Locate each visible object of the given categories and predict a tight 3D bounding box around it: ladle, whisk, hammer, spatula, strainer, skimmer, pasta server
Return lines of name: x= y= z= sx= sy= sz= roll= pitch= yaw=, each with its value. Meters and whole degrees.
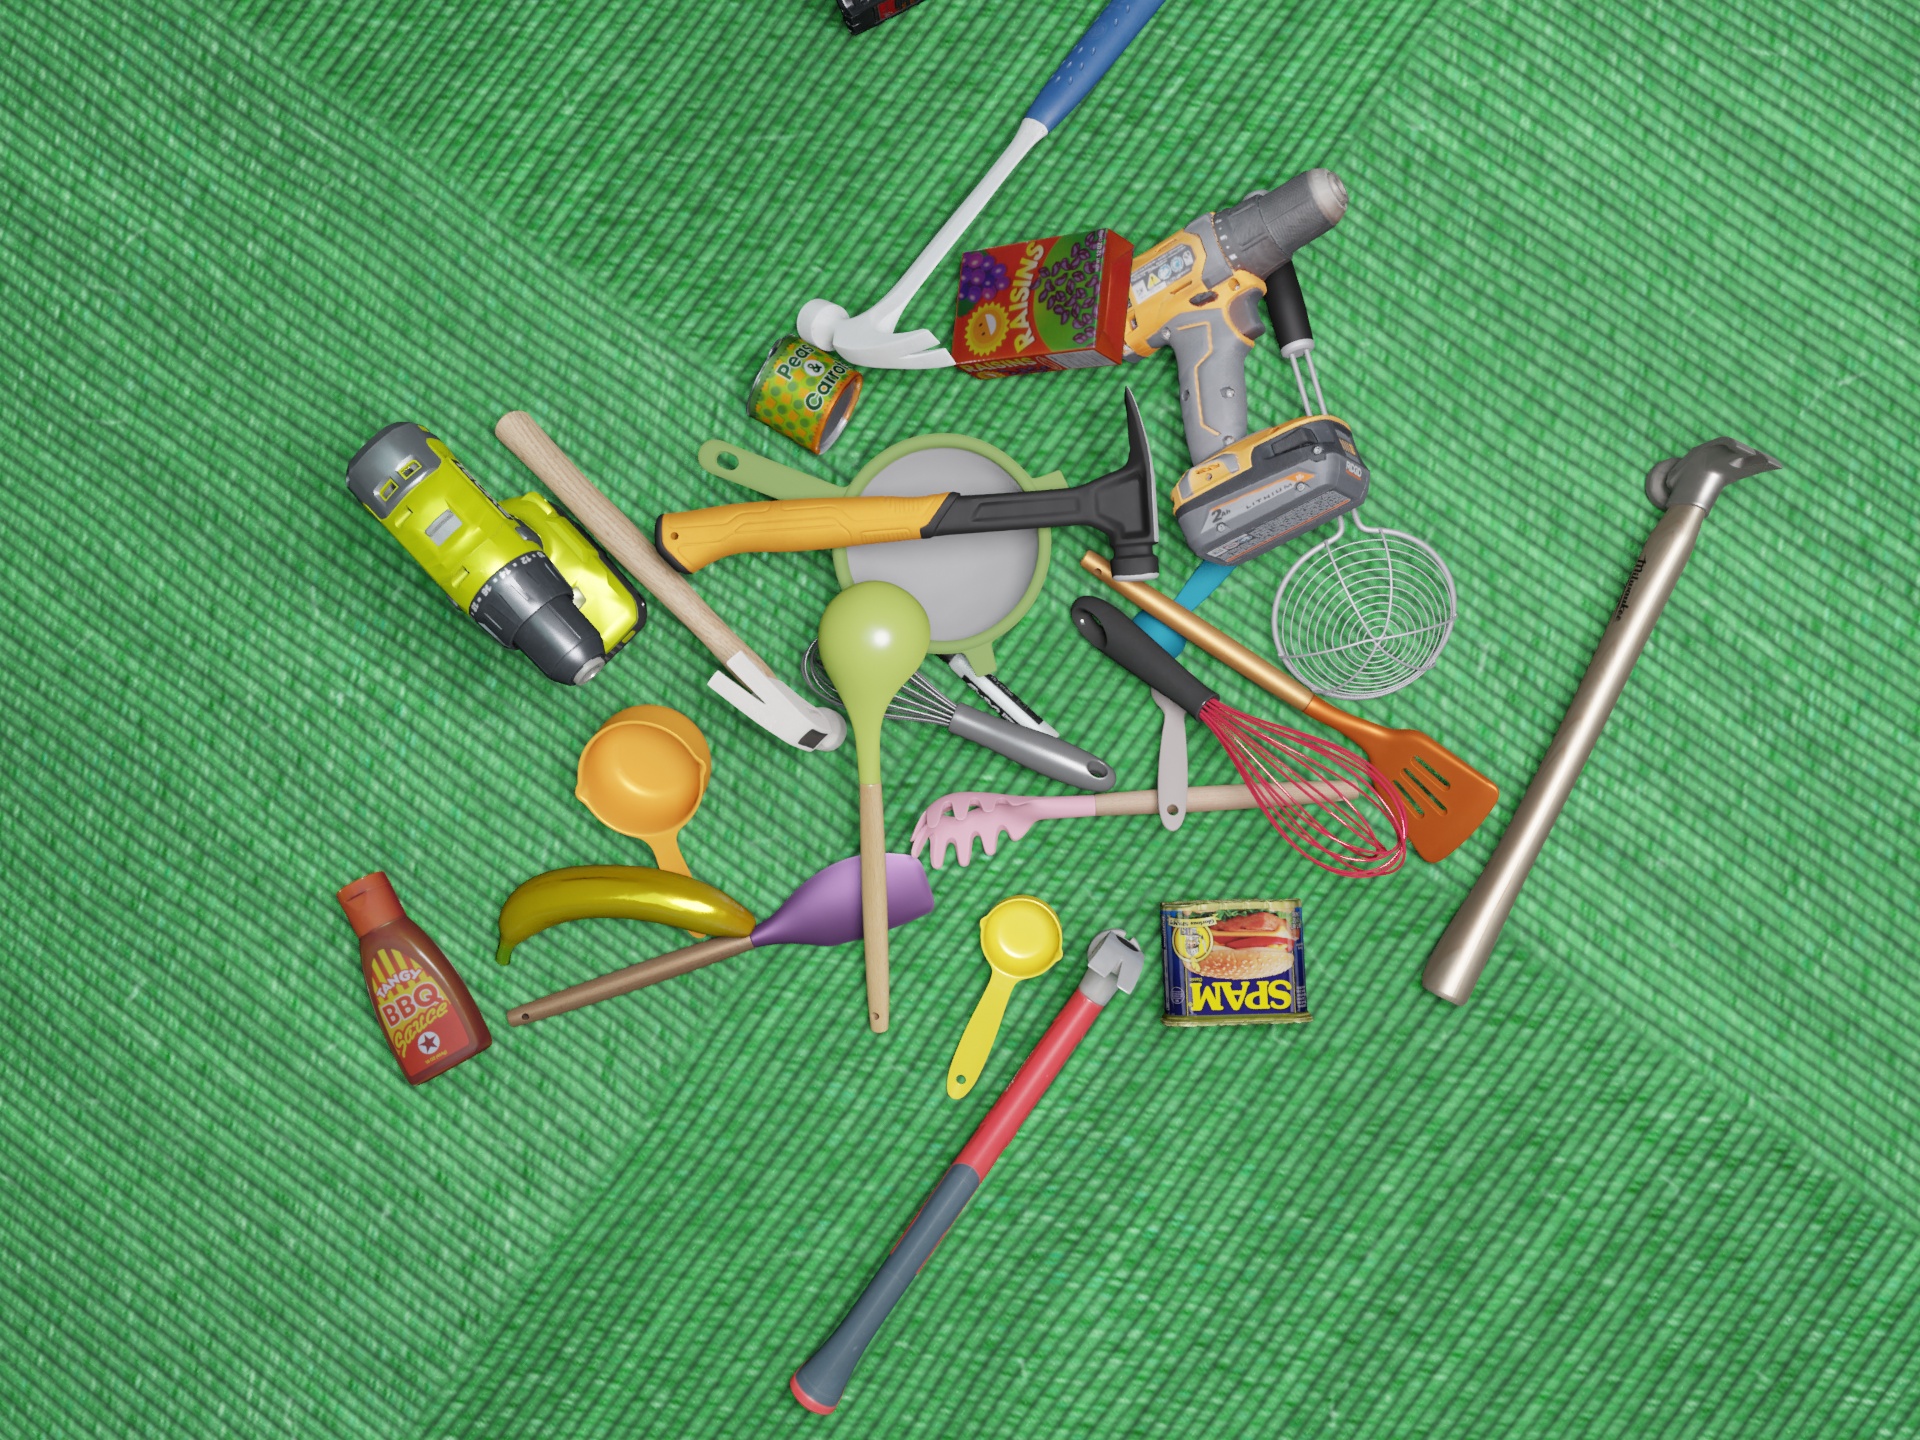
ladle: x=-0.057 y=0.063 z=1.093 sx=0.078 sy=0.062 sz=0.320 roll=4 pitch=108 yaw=18
whisk: x=0.181 y=0.002 z=1.067 sx=0.296 sy=0.073 sz=0.073 roll=41 pitch=90 yaw=28
hammer: x=0.002 y=0.309 z=1.068 sx=0.038 sy=0.143 sz=0.386 roll=35 pitch=93 yaw=7
hammer: x=-0.039 y=-0.144 z=1.065 sx=0.337 sy=0.034 sz=0.127 roll=-5 pitch=92 yaw=5
hammer: x=-0.213 y=-0.101 z=1.113 sx=0.331 sy=0.130 sz=0.031 roll=45 pitch=95 yaw=12
spatula: x=0.217 y=-0.021 z=1.096 sx=0.322 sy=0.041 sz=0.081 roll=33 pitch=129 yaw=3
strainer: x=-0.060 y=-0.141 z=1.119 sx=0.256 sy=0.069 sz=0.151 roll=22 pitch=93 yaw=5
hammer: x=0.417 y=0.004 z=1.063 sx=0.038 sy=0.146 sz=0.410 roll=26 pitch=93 yaw=3
whisk: x=-0.001 y=-0.004 z=1.113 sx=0.239 sy=0.055 sz=0.055 roll=23 pitch=89 yaw=7
hammer: x=0.050 y=-0.408 z=1.119 sx=0.405 sy=0.035 sz=0.144 roll=-52 pitch=45 yaw=-6
skimmer: x=0.252 y=-0.196 z=1.127 sx=0.127 sy=0.090 sz=0.363 roll=-14 pitch=76 yaw=7
pasta server: x=0.122 y=0.064 z=1.116 sx=0.316 sy=0.060 sz=0.040 roll=-4 pitch=53 yaw=0
spatula: x=-0.174 y=0.161 z=1.134 sx=0.316 sy=0.018 sz=0.059 roll=-19 pitch=100 yaw=1

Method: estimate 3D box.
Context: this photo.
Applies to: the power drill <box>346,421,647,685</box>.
power drill: x=-0.285 y=-0.093 z=1.047 sx=0.080 sy=0.228 sz=0.190 roll=-44 pitch=86 yaw=0

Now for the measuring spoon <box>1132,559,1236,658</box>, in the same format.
measuring spoon: x=0.169 y=-0.094 z=1.128 sx=0.042 sy=0.021 sz=0.128 roll=41 pitch=91 yaw=4

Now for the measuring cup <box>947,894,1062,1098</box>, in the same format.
measuring cup: x=0.025 y=0.195 z=1.125 sx=0.062 sy=0.029 sz=0.156 roll=23 pitch=100 yaw=4

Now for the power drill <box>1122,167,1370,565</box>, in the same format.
power drill: x=0.198 y=-0.240 z=1.061 sx=0.185 sy=0.084 sz=0.226 roll=-26 pitch=71 yaw=30

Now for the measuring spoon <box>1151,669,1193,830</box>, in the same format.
measuring spoon: x=0.149 y=0.017 z=1.105 sx=0.034 sy=0.018 sz=0.124 roll=5 pitch=66 yaw=-1

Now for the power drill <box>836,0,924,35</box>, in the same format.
power drill: x=-0.091 y=-0.608 z=1.111 sx=0.080 sy=0.188 sz=0.226 roll=-25 pitch=105 yaw=5

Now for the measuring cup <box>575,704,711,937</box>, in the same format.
measuring cup: x=-0.208 y=0.070 z=1.131 sx=0.095 sy=0.052 sz=0.173 roll=-13 pitch=112 yaw=8
